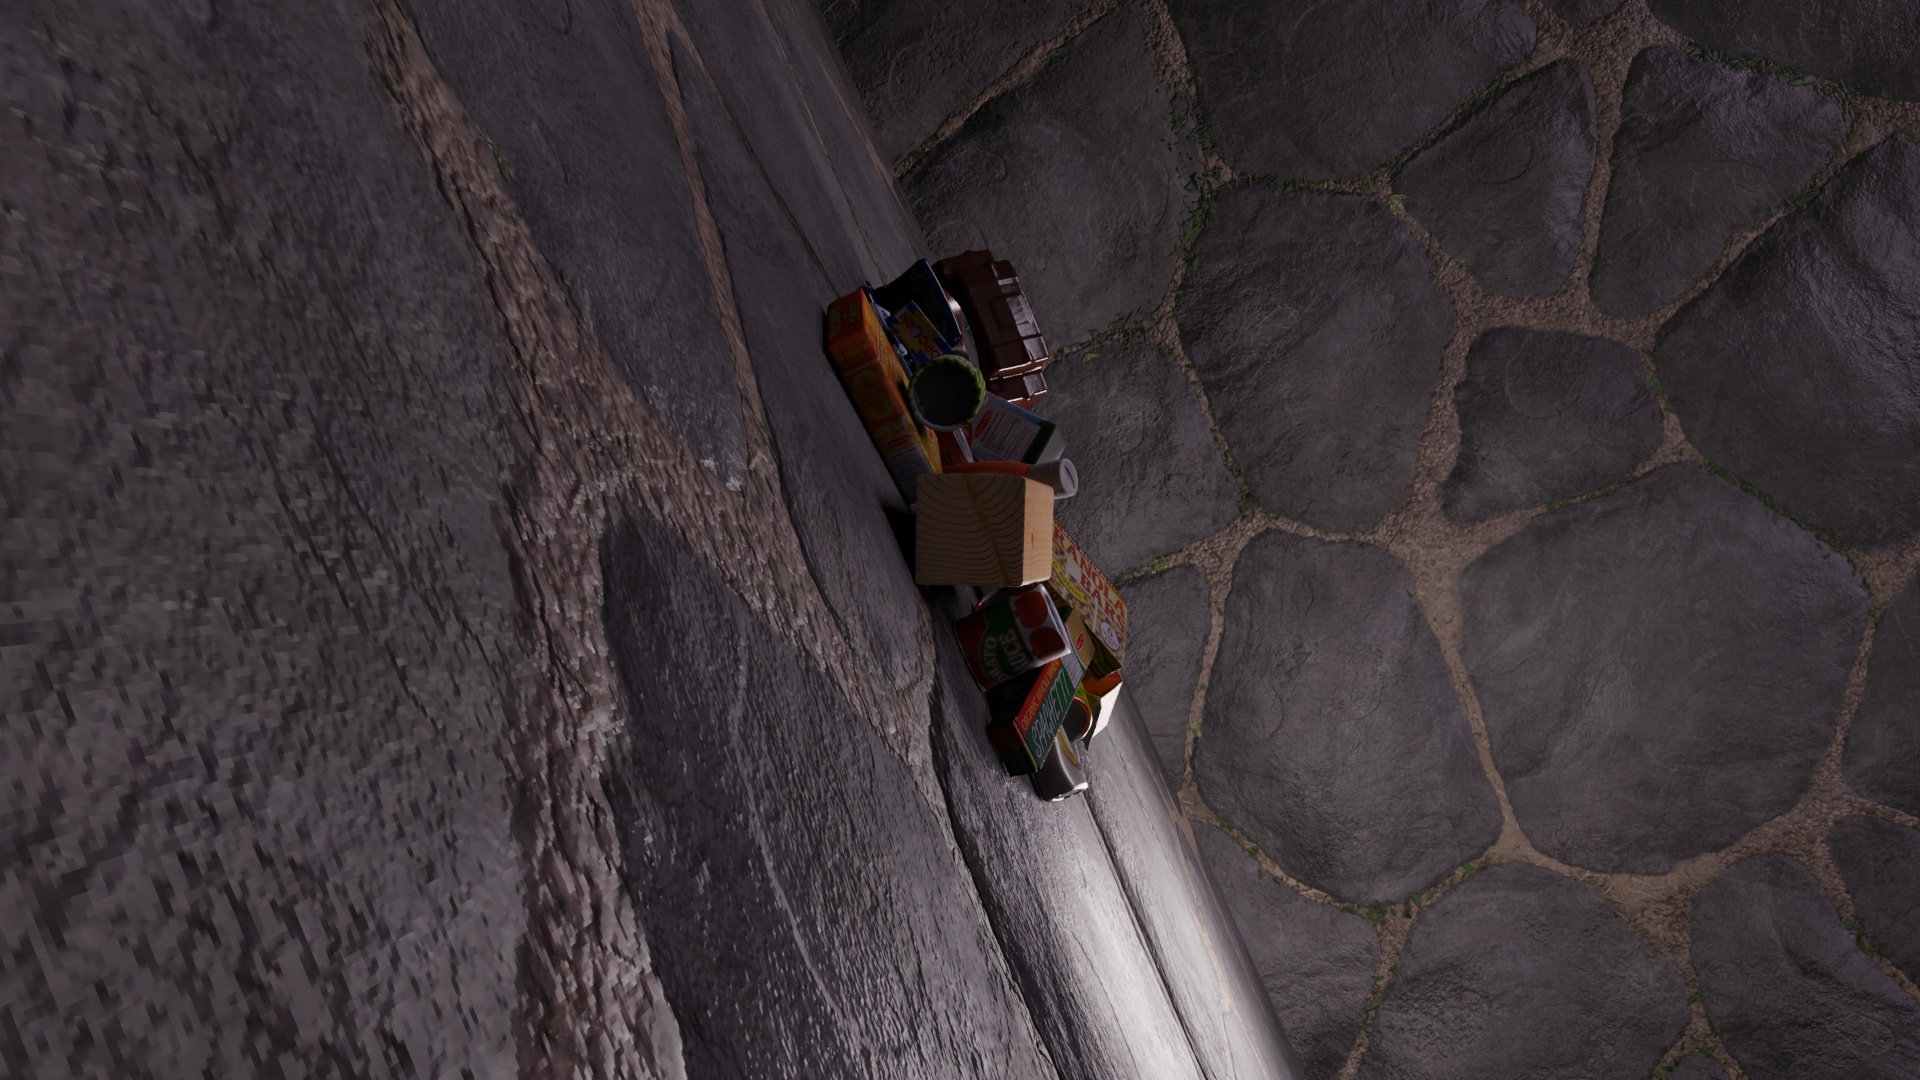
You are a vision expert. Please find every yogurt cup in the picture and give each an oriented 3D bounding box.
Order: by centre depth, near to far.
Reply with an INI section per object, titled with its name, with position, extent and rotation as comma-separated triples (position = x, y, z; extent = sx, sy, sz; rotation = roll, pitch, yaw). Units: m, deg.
[yogurt cup]
position = -0.024, -0.100, 1.431
extent = 0.072, 0.054, 0.072
rotation = -27, 92, -83

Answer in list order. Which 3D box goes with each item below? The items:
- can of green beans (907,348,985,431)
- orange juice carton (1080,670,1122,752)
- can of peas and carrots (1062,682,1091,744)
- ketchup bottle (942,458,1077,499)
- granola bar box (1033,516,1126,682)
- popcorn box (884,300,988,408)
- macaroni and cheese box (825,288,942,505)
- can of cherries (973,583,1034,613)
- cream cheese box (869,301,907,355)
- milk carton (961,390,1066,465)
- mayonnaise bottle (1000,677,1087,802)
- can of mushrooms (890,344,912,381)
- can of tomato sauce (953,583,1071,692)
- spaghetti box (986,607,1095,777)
[can of green beans]
position = -0.012, -0.132, 1.241
extent = 0.058, 0.071, 0.071
rotation = -66, 131, -79
[orange juice carton]
position = 0.125, 0.142, 1.547
extent = 0.193, 0.073, 0.071
rotation = -106, -156, -49
[can of peas and carrots]
position = 0.090, 0.158, 1.354
extent = 0.059, 0.071, 0.070
rotation = -103, 167, -57
[ketchup bottle]
position = 0.039, -0.049, 1.343
extent = 0.064, 0.148, 0.044
rotation = 62, 36, -29
[granola bar box]
position = 0.115, 0.052, 1.485
extent = 0.165, 0.039, 0.125
rotation = 48, 26, -20
[popcorn box]
position = -0.023, -0.190, 1.477
extent = 0.127, 0.038, 0.085
rotation = 52, 4, 3
[macaroni and cheese box]
position = -0.069, -0.131, 1.259
extent = 0.124, 0.040, 0.166
rotation = -100, 165, -63
[can of cherries]
position = 0.054, 0.080, 1.345
extent = 0.072, 0.071, 0.058
rotation = -97, 161, -69
[cream cheese box]
position = -0.087, -0.230, 1.537
extent = 0.104, 0.024, 0.053
rotation = -24, 91, -83
[milk carton]
position = 0.016, -0.128, 1.556
extent = 0.191, 0.073, 0.072
rotation = 28, -6, 18
[mayonnaise bottle]
position = 0.069, 0.164, 1.272
extent = 0.148, 0.041, 0.064
rotation = 68, 12, 17
[can of mushrooms]
position = -0.066, -0.161, 1.410
extent = 0.071, 0.033, 0.071
rotation = -28, 93, -84
[can of tomato sauce]
position = 0.045, 0.084, 1.196
extent = 0.071, 0.083, 0.071
rotation = -27, 92, -83
[spaghetti box]
position = 0.075, 0.129, 1.228
extent = 0.050, 0.028, 0.251
rotation = 64, 23, -11
